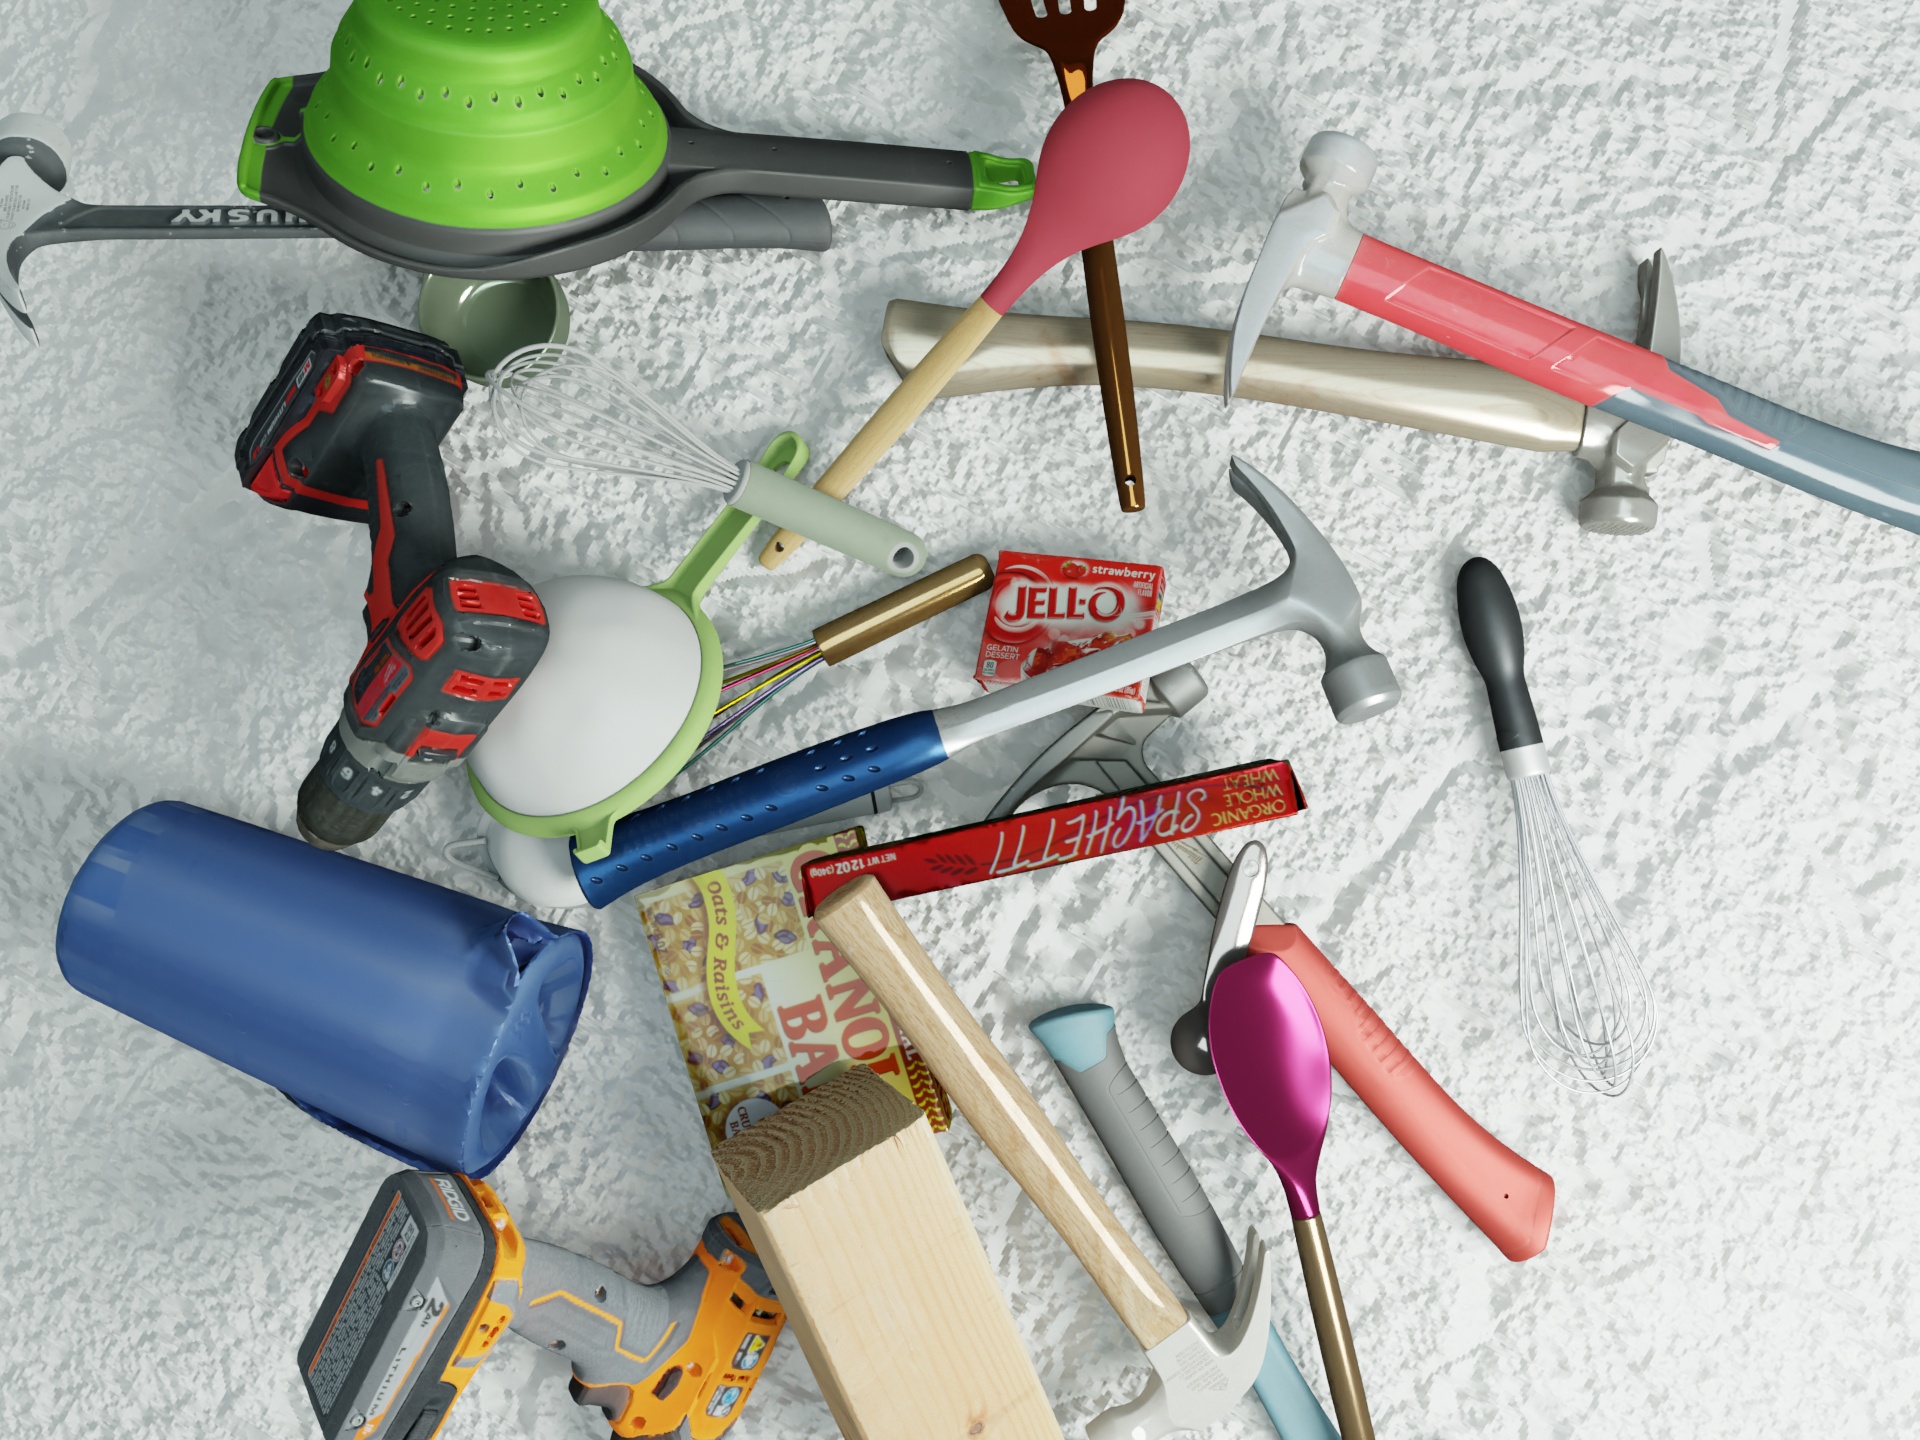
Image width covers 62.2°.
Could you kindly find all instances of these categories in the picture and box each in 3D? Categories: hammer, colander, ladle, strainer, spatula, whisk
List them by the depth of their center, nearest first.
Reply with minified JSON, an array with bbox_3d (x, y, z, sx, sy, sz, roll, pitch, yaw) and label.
[{"bbox_3d":[0.039,0.213,0.782,0.130,0.031,0.331,-35,100,-3],"label":"hammer"},{"bbox_3d":[-0.150,-0.312,0.787,0.397,0.094,0.205,1,51,-10],"label":"colander"},{"bbox_3d":[-0.001,-0.003,0.787,0.405,0.035,0.144,-21,73,3],"label":"hammer"},{"bbox_3d":[0.326,-0.154,0.791,0.386,0.038,0.143,24,90,4],"label":"hammer"},{"bbox_3d":[-0.119,-0.122,0.792,0.246,0.059,0.058,21,108,-32],"label":"whisk"},{"bbox_3d":[-0.268,-0.248,0.796,0.409,0.036,0.149,-5,51,-14],"label":"hammer"},{"bbox_3d":[-0.169,-0.063,0.810,0.152,0.069,0.256,27,74,36],"label":"strainer"},{"bbox_3d":[-0.002,-0.193,0.812,0.069,0.031,0.315,42,108,-5],"label":"ladle"},{"bbox_3d":[0.300,0.052,0.820,0.070,0.070,0.285,-12,84,2],"label":"whisk"},{"bbox_3d":[0.068,-0.264,0.823,0.081,0.041,0.323,-7,84,3],"label":"spatula"},{"bbox_3d":[0.172,0.143,0.835,0.149,0.036,0.359,-41,88,2],"label":"hammer"},{"bbox_3d":[0.165,-0.193,0.837,0.410,0.038,0.146,7,89,3],"label":"hammer"},{"bbox_3d":[0.137,0.293,0.838,0.128,0.033,0.331,-30,88,1],"label":"hammer"},{"bbox_3d":[-0.146,0.060,0.842,0.258,0.050,0.086,-11,125,-4],"label":"strainer"},{"bbox_3d":[-0.093,-0.026,0.845,0.245,0.047,0.051,-26,88,-1],"label":"whisk"}]

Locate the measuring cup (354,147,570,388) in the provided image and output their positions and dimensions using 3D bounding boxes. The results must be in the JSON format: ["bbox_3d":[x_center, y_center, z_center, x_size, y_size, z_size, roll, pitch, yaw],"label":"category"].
[{"bbox_3d":[-0.279,-0.248,0.857,0.083,0.038,0.167,-44,85,2],"label":"measuring cup"}]

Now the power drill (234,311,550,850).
[{"bbox_3d":[-0.290,-0.064,0.784,0.188,0.080,0.227,-43,58,31],"label":"power drill"}]

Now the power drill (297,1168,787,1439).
[{"bbox_3d":[-0.197,0.314,0.782,0.226,0.084,0.164,26,91,-39],"label":"power drill"}]

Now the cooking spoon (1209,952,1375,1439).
[{"bbox_3d":[0.180,0.275,0.805,0.068,0.017,0.319,-14,91,-26],"label":"cooking spoon"}]

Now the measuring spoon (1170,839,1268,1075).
[{"bbox_3d":[0.136,0.121,0.810,0.034,0.018,0.124,15,89,3],"label":"measuring spoon"}]
